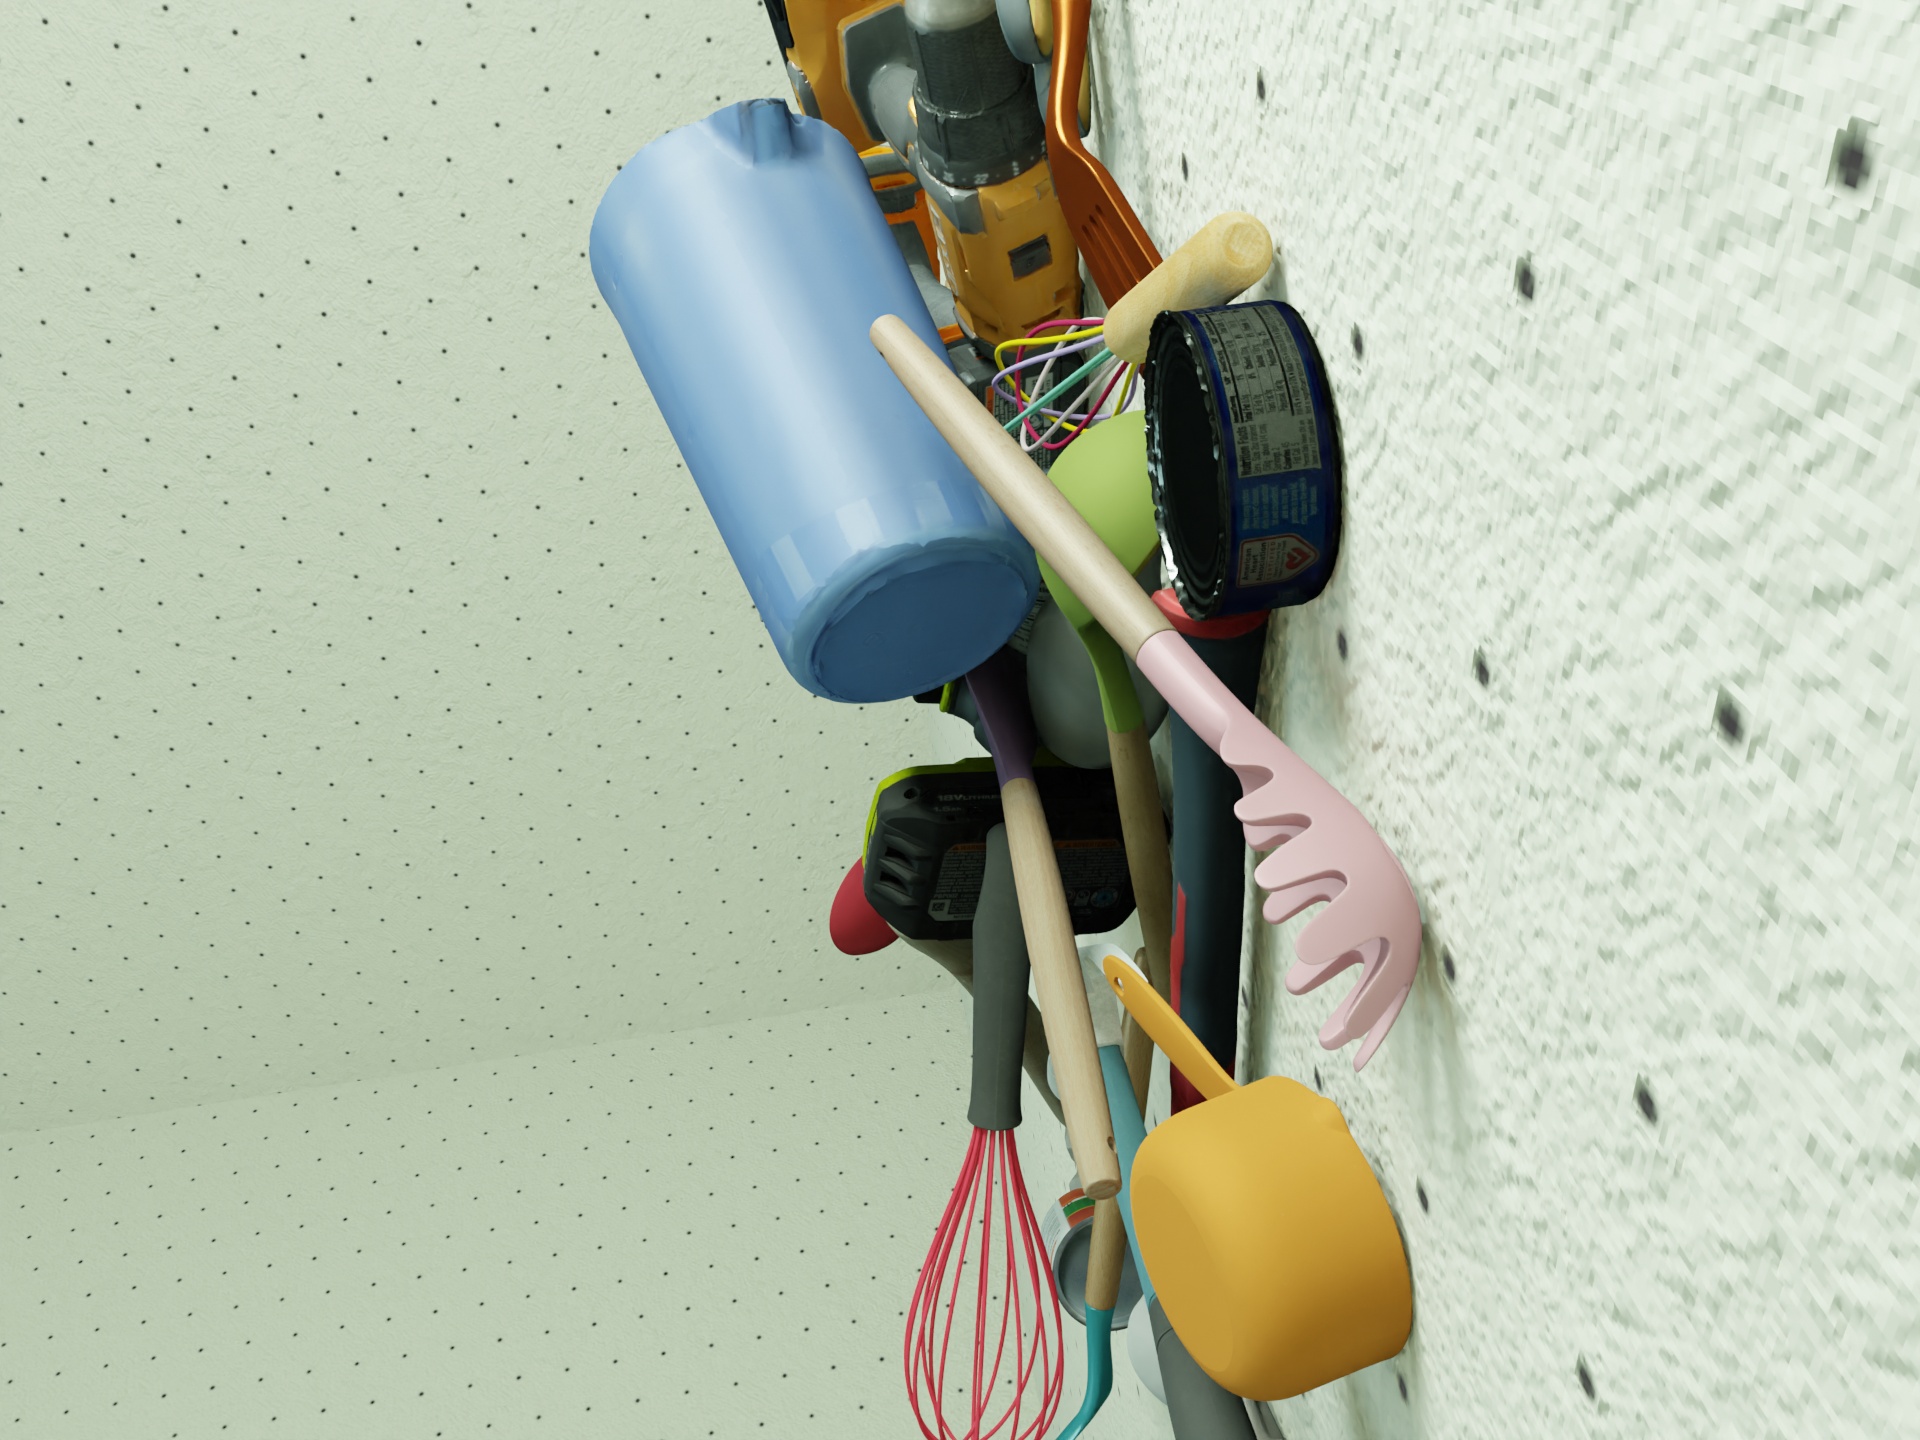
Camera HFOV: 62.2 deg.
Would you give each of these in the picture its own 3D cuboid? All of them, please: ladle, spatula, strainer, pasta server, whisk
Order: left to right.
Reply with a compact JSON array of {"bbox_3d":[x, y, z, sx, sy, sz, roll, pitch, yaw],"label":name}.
[{"bbox_3d":[0.004,0.064,0.949,0.315,0.031,0.069,-35,-41,-64],"label":"ladle"},{"bbox_3d":[0.014,0.187,0.674,0.073,0.073,0.296,-117,29,-79],"label":"whisk"},{"bbox_3d":[0.028,0.046,0.622,0.059,0.018,0.316,42,-156,-35],"label":"spatula"},{"bbox_3d":[0.061,0.257,0.774,0.082,0.044,0.317,-16,-64,-58],"label":"spatula"},{"bbox_3d":[0.038,-0.034,0.471,0.317,0.040,0.060,55,175,38],"label":"pasta server"},{"bbox_3d":[0.046,-0.282,0.559,0.081,0.041,0.322,-166,72,-84],"label":"spatula"},{"bbox_3d":[0.049,-0.129,0.543,0.047,0.051,0.245,67,171,-5],"label":"whisk"},{"bbox_3d":[0.102,0.282,0.828,0.258,0.050,0.087,-99,6,-76],"label":"strainer"},{"bbox_3d":[0.079,0.020,0.618,0.319,0.062,0.078,75,-149,-43],"label":"ladle"}]

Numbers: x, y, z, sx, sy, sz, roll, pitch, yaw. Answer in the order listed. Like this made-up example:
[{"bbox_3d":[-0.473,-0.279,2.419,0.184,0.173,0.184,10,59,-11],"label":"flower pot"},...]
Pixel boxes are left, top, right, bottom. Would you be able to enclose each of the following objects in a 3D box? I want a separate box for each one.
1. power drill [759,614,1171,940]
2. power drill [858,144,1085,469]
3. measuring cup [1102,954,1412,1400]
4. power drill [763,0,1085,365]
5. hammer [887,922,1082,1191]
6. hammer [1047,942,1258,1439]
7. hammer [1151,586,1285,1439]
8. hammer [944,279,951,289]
[{"bbox_3d":[-0.001,-0.002,0.769,0.223,0.171,0.080,-109,24,-47],"label":"power drill"},{"bbox_3d":[-0.013,-0.188,0.858,0.164,0.084,0.227,89,159,-45],"label":"power drill"},{"bbox_3d":[0.070,0.136,0.509,0.174,0.052,0.095,-131,31,-50],"label":"measuring cup"},{"bbox_3d":[-0.020,-0.290,0.709,0.226,0.084,0.185,61,175,33],"label":"power drill"},{"bbox_3d":[0.028,0.160,0.923,0.410,0.038,0.146,60,-164,-54],"label":"hammer"},{"bbox_3d":[0.079,0.217,0.552,0.331,0.033,0.128,-106,7,-45],"label":"hammer"},{"bbox_3d":[0.094,0.120,0.584,0.143,0.038,0.385,-105,7,-51],"label":"hammer"},{"bbox_3d":[0.002,-0.157,1.043,0.130,0.031,0.332,68,-160,-61],"label":"hammer"}]
